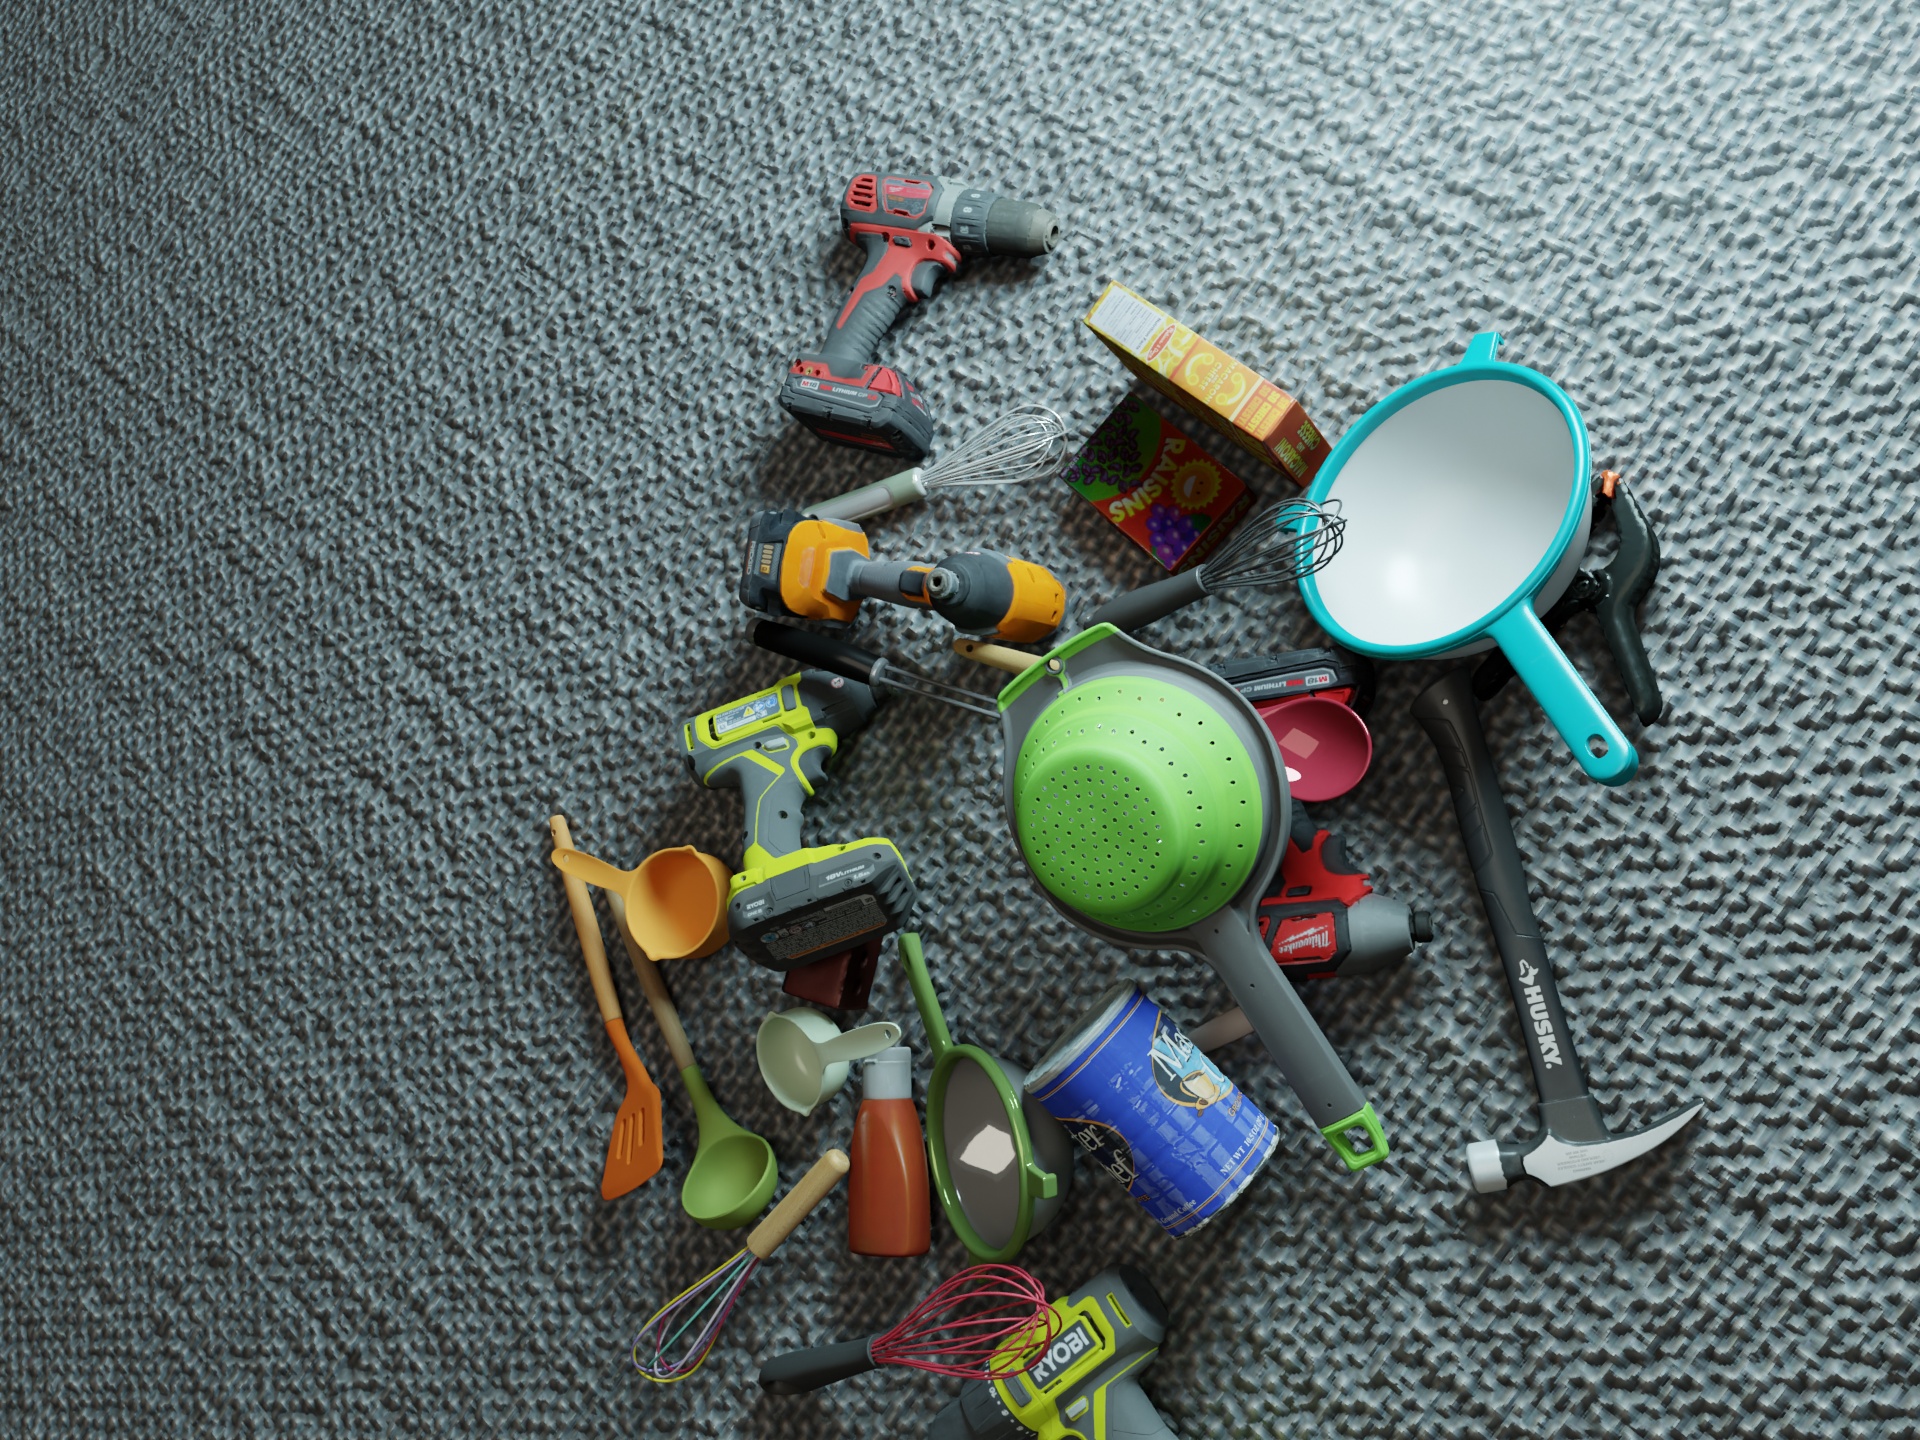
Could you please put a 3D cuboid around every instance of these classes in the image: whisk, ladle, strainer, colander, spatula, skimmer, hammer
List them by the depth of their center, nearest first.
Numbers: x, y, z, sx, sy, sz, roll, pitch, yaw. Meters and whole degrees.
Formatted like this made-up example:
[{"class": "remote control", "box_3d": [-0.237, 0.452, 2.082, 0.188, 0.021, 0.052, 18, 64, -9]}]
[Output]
[{"class": "strainer", "box_3d": [0.350, -0.078, 1.014, 0.211, 0.095, 0.341, -43, 44, 25]}, {"class": "colander", "box_3d": [0.148, 0.130, 1.026, 0.204, 0.094, 0.397, -35, 84, 28]}, {"class": "hammer", "box_3d": [0.364, 0.127, 1.034, 0.146, 0.035, 0.335, -17, 77, 20]}, {"class": "ladle", "box_3d": [0.130, -0.012, 1.088, 0.315, 0.031, 0.069, 18, 86, 27]}, {"class": "whisk", "box_3d": [-0.044, 0.438, 1.115, 0.296, 0.073, 0.073, -30, 69, 36]}, {"class": "whisk", "box_3d": [0.173, -0.102, 1.121, 0.239, 0.055, 0.055, -23, 70, 46]}, {"class": "strainer", "box_3d": [0.020, 0.260, 1.152, 0.151, 0.069, 0.257, 115, 143, -44]}, {"class": "skimmer", "box_3d": [-0.002, -0.004, 1.193, 0.363, 0.090, 0.127, 19, 68, 26]}, {"class": "whisk", "box_3d": [-0.163, 0.413, 1.198, 0.047, 0.051, 0.245, 45, 103, 19]}, {"class": "ladle", "box_3d": [-0.230, 0.251, 1.263, 0.078, 0.062, 0.320, -29, 67, 0]}, {"class": "whisk", "box_3d": [-0.024, -0.191, 1.263, 0.246, 0.059, 0.057, -16, 102, 24]}, {"class": "spatula", "box_3d": [-0.298, 0.224, 1.304, 0.081, 0.041, 0.323, -35, 66, 33]}]

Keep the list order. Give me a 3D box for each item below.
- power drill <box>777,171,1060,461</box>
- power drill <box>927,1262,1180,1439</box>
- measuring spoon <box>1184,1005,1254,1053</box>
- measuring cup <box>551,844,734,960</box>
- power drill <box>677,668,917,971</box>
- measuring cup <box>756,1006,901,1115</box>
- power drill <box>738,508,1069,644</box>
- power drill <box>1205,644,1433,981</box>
[{"class": "power drill", "box_3d": [-0.033, -0.329, 1.278, 0.188, 0.080, 0.227, 16, 84, 25]}, {"class": "power drill", "box_3d": [0.098, 0.510, 1.063, 0.190, 0.080, 0.229, -42, 65, 11]}, {"class": "measuring spoon", "box_3d": [0.170, 0.223, 1.116, 0.124, 0.018, 0.034, -30, 70, 15]}, {"class": "measuring cup", "box_3d": [-0.255, 0.137, 1.297, 0.174, 0.052, 0.095, 17, 87, 27]}, {"class": "power drill", "box_3d": [-0.116, 0.062, 1.206, 0.171, 0.080, 0.223, -21, 52, 4]}, {"class": "measuring cup", "box_3d": [-0.088, 0.241, 1.180, 0.167, 0.038, 0.083, -26, 82, 43]}, {"class": "power drill", "box_3d": [-0.051, -0.105, 1.193, 0.226, 0.164, 0.084, 11, 93, 26]}, {"class": "power drill", "box_3d": [0.240, 0.066, 1.086, 0.143, 0.078, 0.220, -8, 80, 23]}]
